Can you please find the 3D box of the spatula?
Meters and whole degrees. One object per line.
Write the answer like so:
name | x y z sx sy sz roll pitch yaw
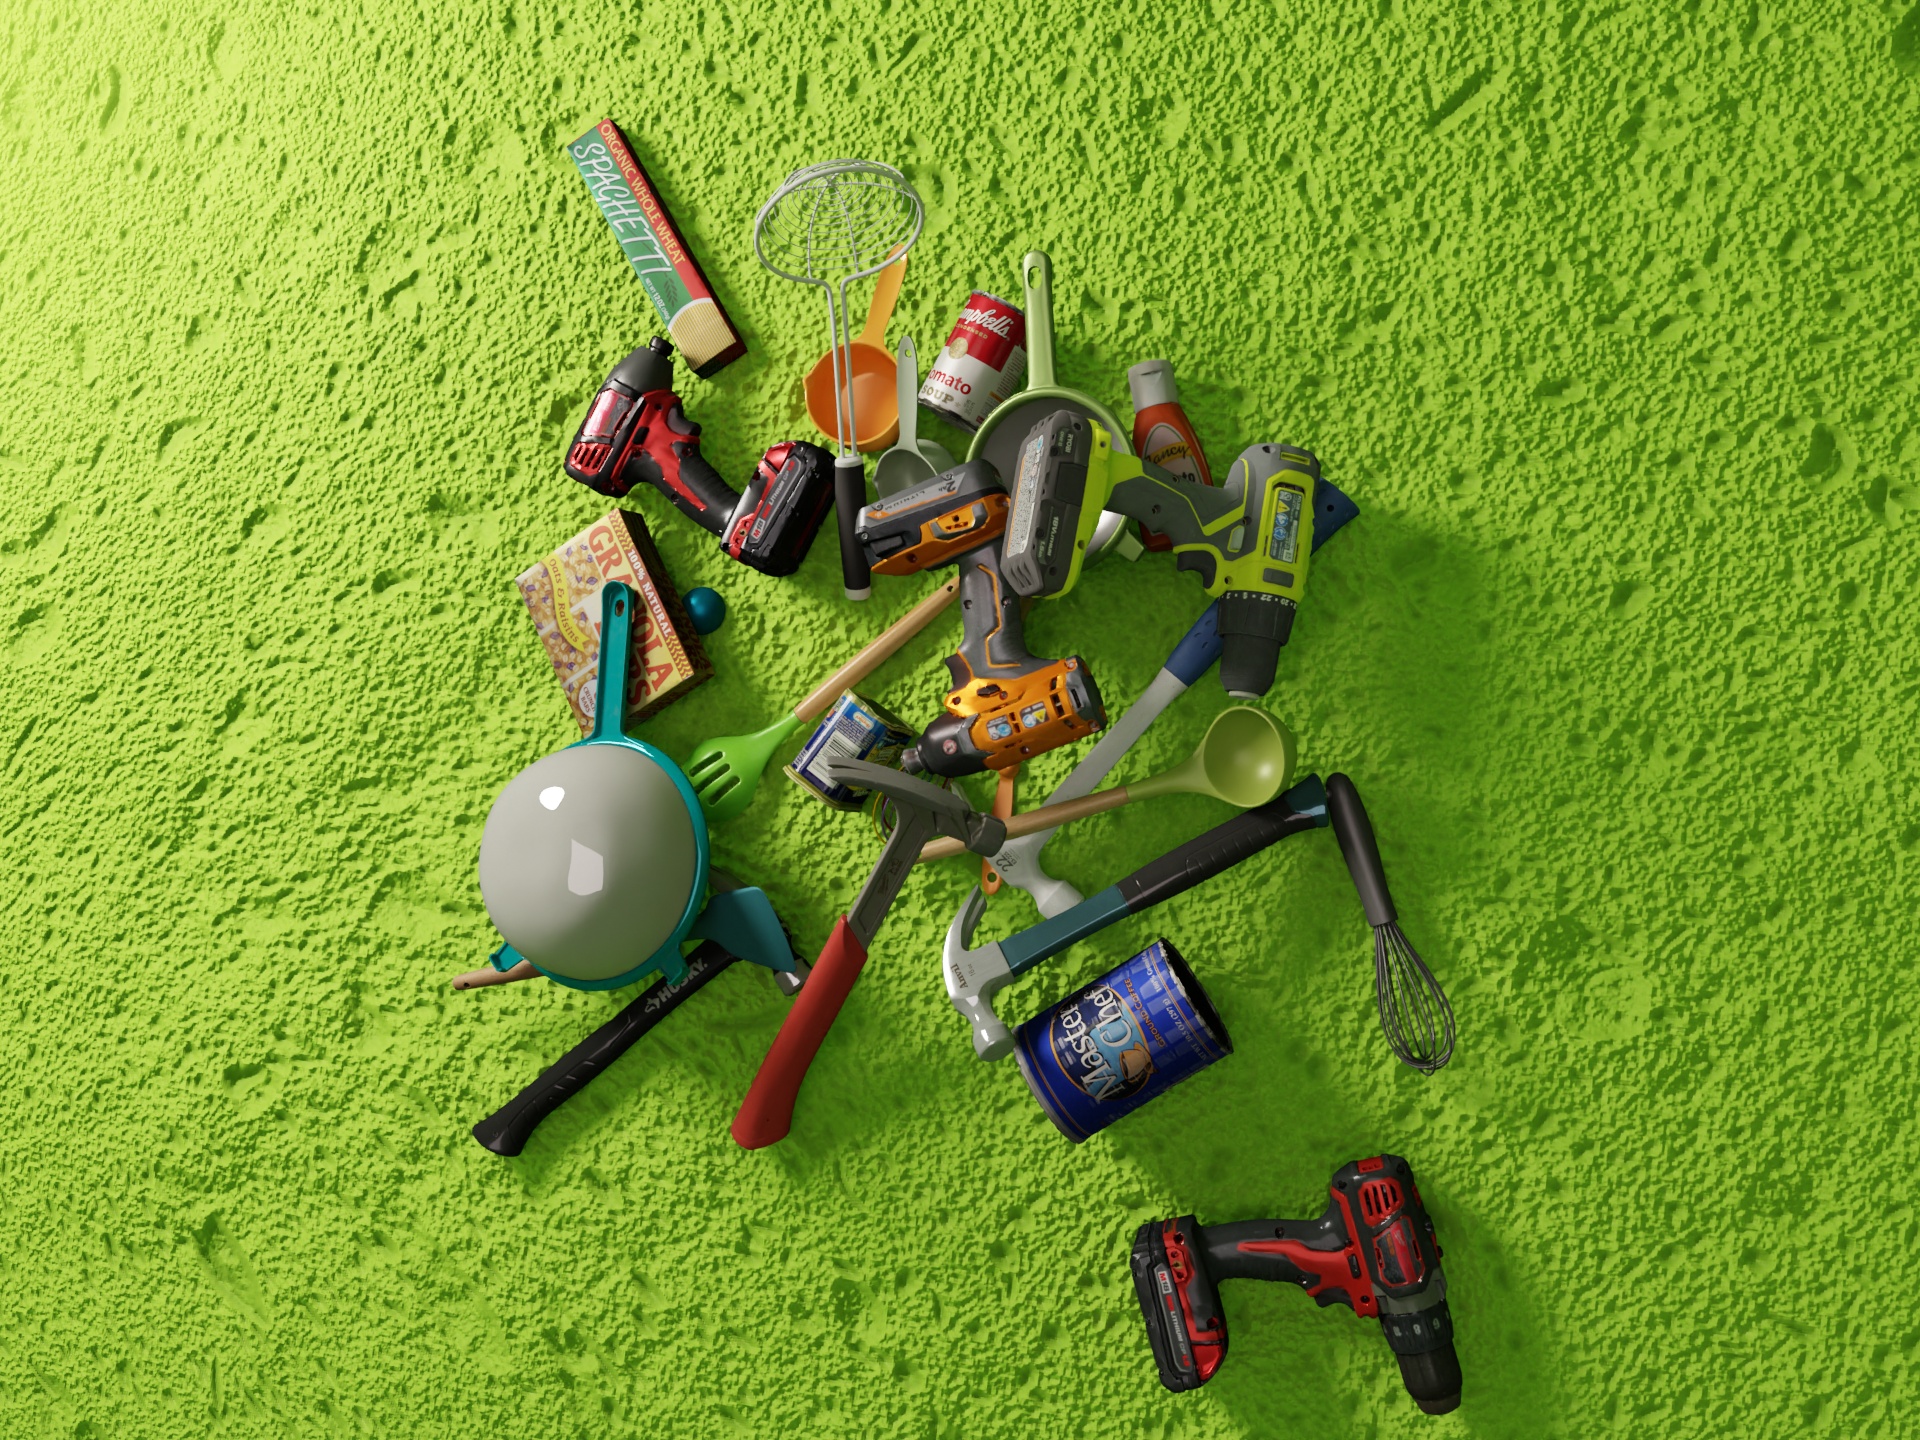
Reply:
spatula | -0.288 0.195 1.326 0.317 0.044 0.082 -14 112 14

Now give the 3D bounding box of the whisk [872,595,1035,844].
whisk | -0.004 -0.005 1.308 0.047 0.051 0.245 28 90 19

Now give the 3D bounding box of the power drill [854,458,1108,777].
power drill | 0.000 -0.070 1.238 0.164 0.084 0.226 -22 88 11

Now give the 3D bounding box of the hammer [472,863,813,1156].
hammer | -0.291 0.260 1.364 0.335 0.035 0.146 -40 80 9

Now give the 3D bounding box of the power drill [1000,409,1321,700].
power drill | 0.152 -0.125 1.181 0.228 0.080 0.190 11 84 -15

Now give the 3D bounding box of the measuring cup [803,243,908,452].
measuring cup | -0.069 -0.309 1.336 0.095 0.052 0.173 17 89 14

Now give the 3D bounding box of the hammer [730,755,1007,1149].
hammer | -0.108 0.197 1.262 0.149 0.037 0.359 22 112 -16

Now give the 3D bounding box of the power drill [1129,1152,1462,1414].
power drill | 0.257 0.443 1.202 0.226 0.080 0.188 -16 83 9

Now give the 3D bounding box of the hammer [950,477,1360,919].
hammer | 0.160 -0.031 1.267 0.144 0.035 0.405 42 96 6

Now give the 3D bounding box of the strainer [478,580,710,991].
strainer | -0.310 0.048 1.286 0.211 0.095 0.340 0 82 24

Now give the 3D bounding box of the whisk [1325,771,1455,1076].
whisk | 0.324 0.153 1.217 0.055 0.055 0.239 -19 79 12

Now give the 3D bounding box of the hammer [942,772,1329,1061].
hammer | 0.137 0.132 1.218 0.331 0.033 0.128 -27 53 -3

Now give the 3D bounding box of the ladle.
ladle | 0.103 0.063 1.231 0.320 0.062 0.078 -17 78 10

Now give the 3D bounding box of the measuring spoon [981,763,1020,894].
measuring spoon | 0.032 0.086 1.308 0.021 0.011 0.117 8 88 14

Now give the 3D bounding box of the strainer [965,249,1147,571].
strainer | 0.078 -0.243 1.276 0.151 0.069 0.256 -2 94 27

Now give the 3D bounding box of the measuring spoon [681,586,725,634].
measuring spoon | -0.257 -0.065 1.381 0.128 0.021 0.042 -45 78 7

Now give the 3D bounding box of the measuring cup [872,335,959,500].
measuring cup | -0.031 -0.233 1.289 0.083 0.038 0.167 22 127 33

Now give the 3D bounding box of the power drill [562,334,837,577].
power drill | -0.217 -0.225 1.347 0.220 0.078 0.143 29 94 11

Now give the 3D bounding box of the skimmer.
skimmer | -0.085 -0.249 1.230 0.127 0.090 0.363 -9 120 -13

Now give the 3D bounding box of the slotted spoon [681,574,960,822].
slotted spoon | -0.118 -0.021 1.344 0.314 0.031 0.070 -39 79 7
